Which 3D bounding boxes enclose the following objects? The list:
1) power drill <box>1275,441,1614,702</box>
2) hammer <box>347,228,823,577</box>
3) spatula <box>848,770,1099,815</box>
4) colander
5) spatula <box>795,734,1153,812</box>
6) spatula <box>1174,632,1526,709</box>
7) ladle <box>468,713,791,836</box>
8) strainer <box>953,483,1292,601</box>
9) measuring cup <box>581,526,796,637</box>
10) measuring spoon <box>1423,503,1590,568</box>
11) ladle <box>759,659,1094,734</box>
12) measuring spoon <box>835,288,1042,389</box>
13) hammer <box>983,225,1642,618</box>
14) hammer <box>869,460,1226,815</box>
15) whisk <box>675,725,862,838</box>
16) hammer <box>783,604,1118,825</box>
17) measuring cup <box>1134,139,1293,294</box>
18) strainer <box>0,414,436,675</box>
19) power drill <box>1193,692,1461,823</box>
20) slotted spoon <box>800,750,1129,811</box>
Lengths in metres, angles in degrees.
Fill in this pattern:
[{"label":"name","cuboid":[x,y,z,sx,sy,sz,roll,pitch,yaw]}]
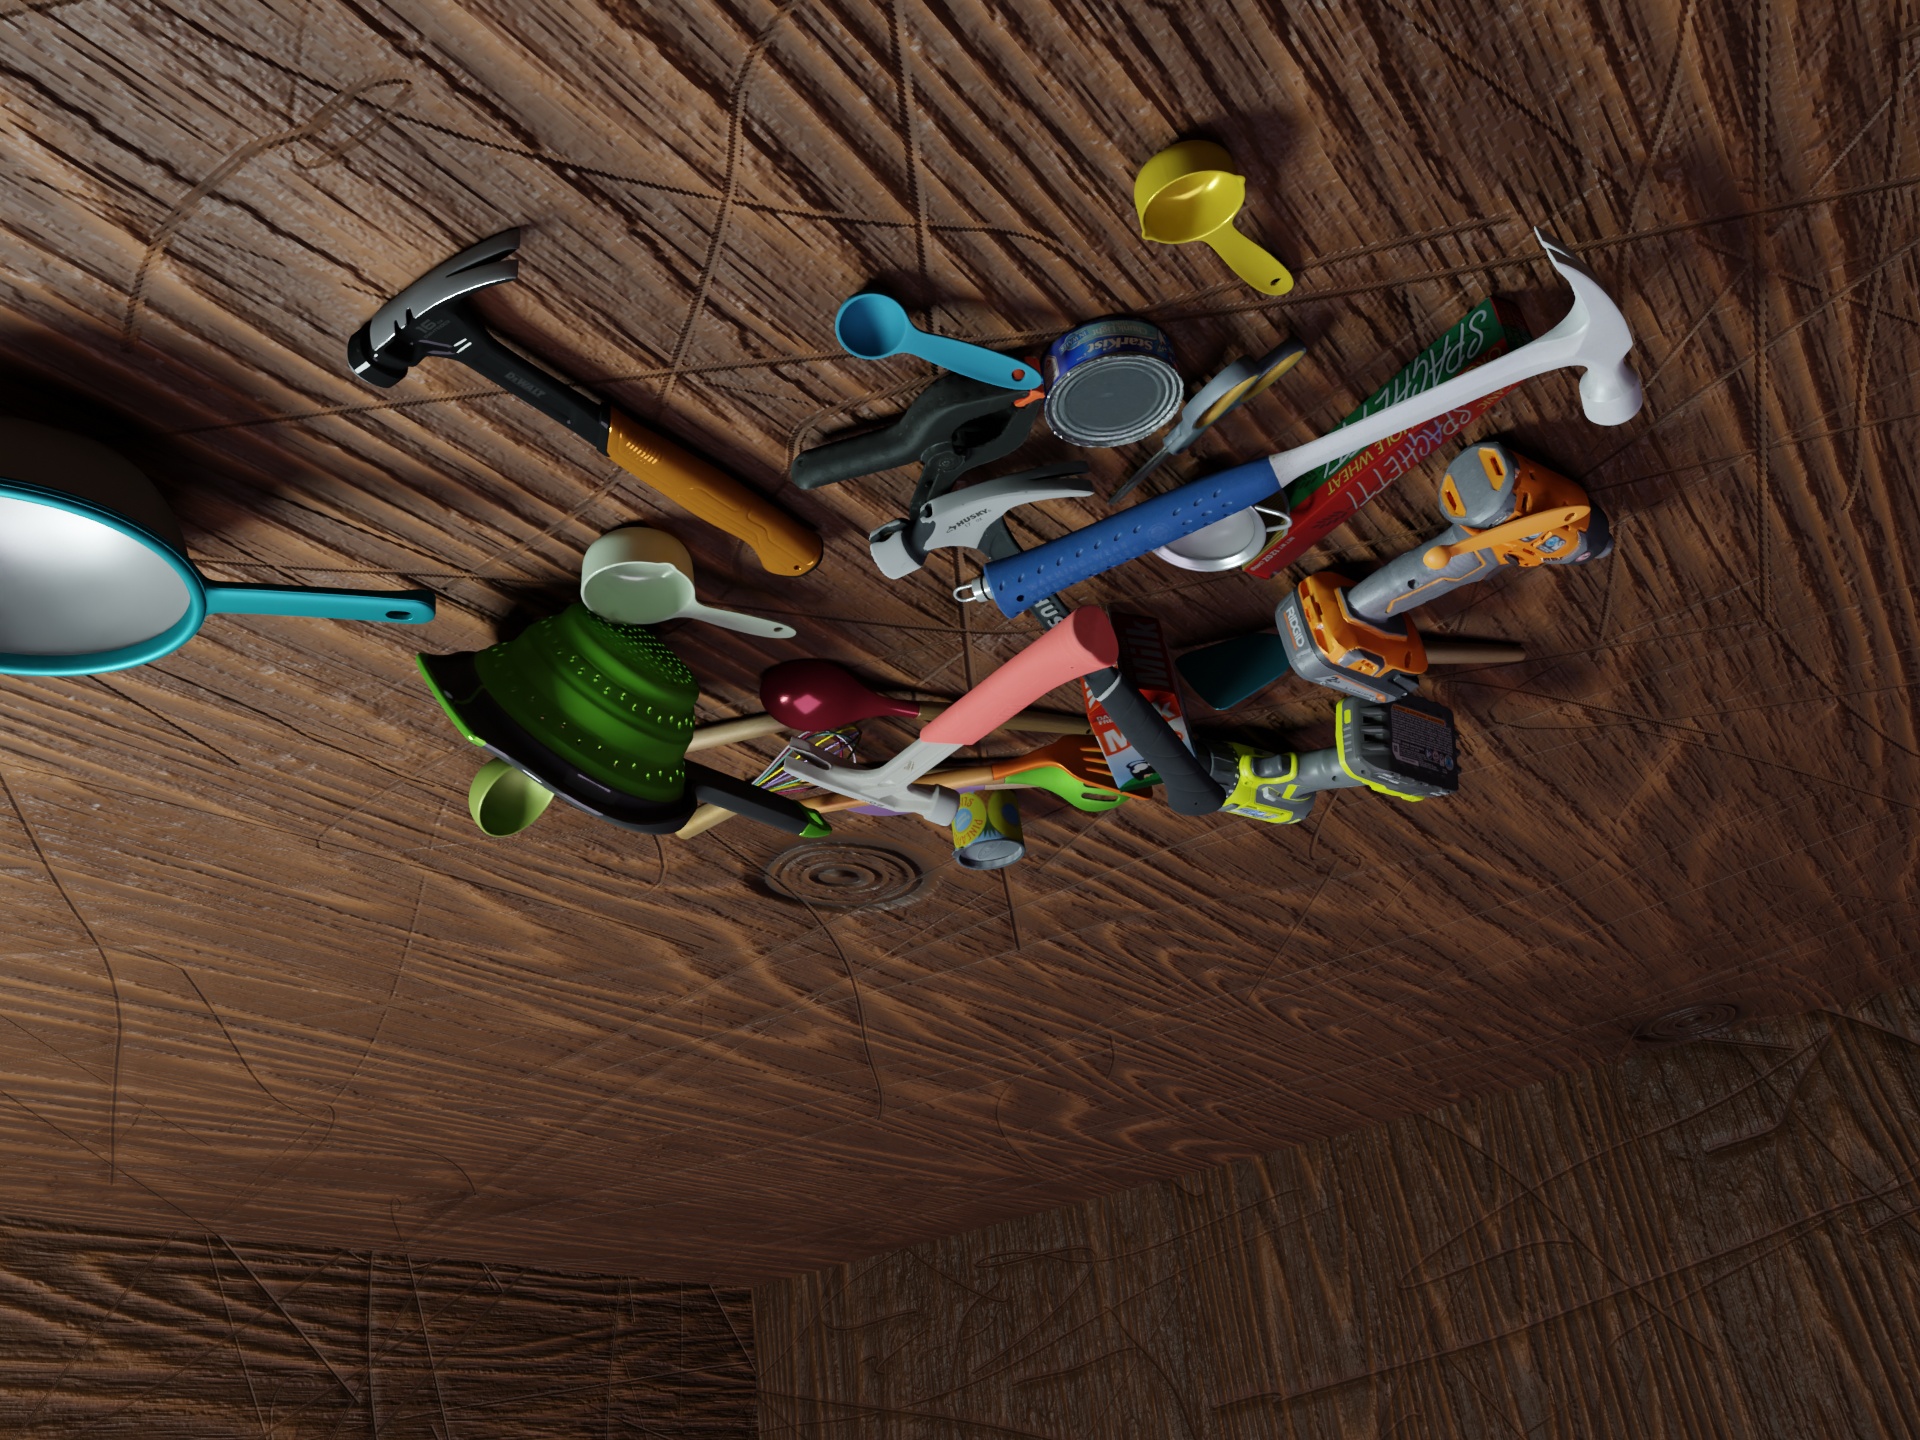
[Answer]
[{"label":"power drill","cuboid":[0.367,-0.105,1.188,0.164,0.084,0.226,14,140,-34]},{"label":"hammer","cuboid":[-0.194,-0.171,0.972,0.127,0.034,0.336,-23,148,28]},{"label":"spatula","cuboid":[0.047,0.056,1.460,0.316,0.018,0.059,-5,133,-6]},{"label":"colander","cuboid":[-0.208,0.005,1.192,0.094,0.205,0.396,-52,142,9]},{"label":"spatula","cuboid":[0.004,0.056,1.383,0.322,0.081,0.041,-10,133,-2]},{"label":"spatula","cuboid":[0.335,-0.048,1.316,0.317,0.082,0.044,-1,121,-22]},{"label":"ladle","cuboid":[-0.248,0.033,1.310,0.320,0.062,0.078,-12,147,3]},{"label":"strainer","cuboid":[0.109,-0.124,1.130,0.258,0.050,0.086,-14,138,24]},{"label":"measuring cup","cuboid":[-0.187,-0.092,1.116,0.167,0.038,0.083,15,144,-38]},{"label":"measuring spoon","cuboid":[0.374,-0.125,1.085,0.117,0.011,0.021,-17,145,4]},{"label":"ladle","cuboid":[-0.015,-0.007,1.322,0.315,0.031,0.069,6,128,-28]},{"label":"measuring spoon","cuboid":[-0.012,-0.220,0.925,0.128,0.021,0.042,14,130,-20]},{"label":"hammer","cuboid":[0.200,-0.161,0.969,0.405,0.035,0.143,-22,138,17]},{"label":"hammer","cuboid":[0.103,-0.040,1.155,0.149,0.036,0.408,-23,138,20]},{"label":"whisk","cuboid":[-0.173,0.059,1.388,0.245,0.047,0.051,-27,153,37]},{"label":"hammer","cuboid":[-0.002,-0.004,1.160,0.149,0.037,0.359,21,153,-19]},{"label":"measuring cup","cuboid":[0.147,-0.276,0.886,0.062,0.029,0.156,-25,159,29]},{"label":"strainer","cuboid":[-0.491,-0.111,0.947,0.340,0.095,0.211,3,153,-23]},{"label":"power drill","cuboid":[0.298,0.036,1.393,0.190,0.080,0.228,14,159,-38]},{"label":"slotted spoon","cuboid":[0.014,0.052,1.428,0.313,0.031,0.070,0,113,-7]}]
